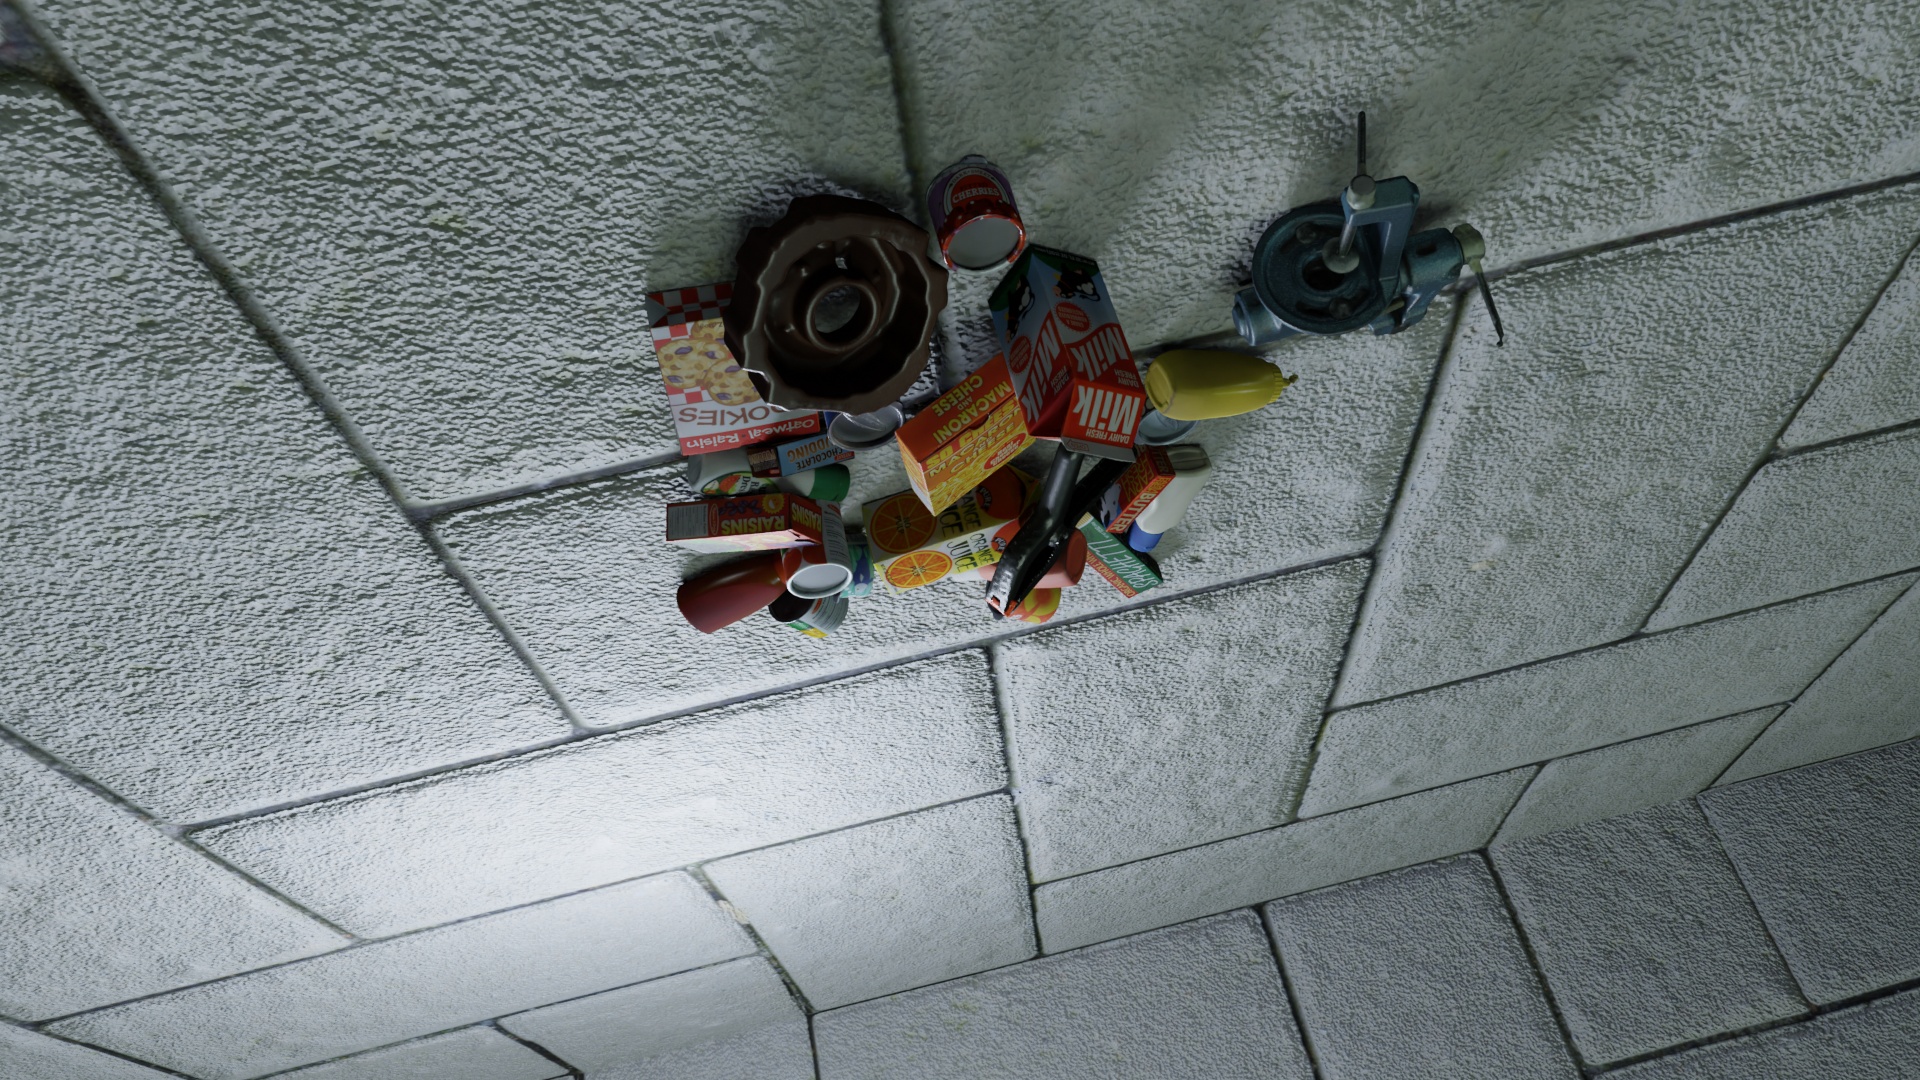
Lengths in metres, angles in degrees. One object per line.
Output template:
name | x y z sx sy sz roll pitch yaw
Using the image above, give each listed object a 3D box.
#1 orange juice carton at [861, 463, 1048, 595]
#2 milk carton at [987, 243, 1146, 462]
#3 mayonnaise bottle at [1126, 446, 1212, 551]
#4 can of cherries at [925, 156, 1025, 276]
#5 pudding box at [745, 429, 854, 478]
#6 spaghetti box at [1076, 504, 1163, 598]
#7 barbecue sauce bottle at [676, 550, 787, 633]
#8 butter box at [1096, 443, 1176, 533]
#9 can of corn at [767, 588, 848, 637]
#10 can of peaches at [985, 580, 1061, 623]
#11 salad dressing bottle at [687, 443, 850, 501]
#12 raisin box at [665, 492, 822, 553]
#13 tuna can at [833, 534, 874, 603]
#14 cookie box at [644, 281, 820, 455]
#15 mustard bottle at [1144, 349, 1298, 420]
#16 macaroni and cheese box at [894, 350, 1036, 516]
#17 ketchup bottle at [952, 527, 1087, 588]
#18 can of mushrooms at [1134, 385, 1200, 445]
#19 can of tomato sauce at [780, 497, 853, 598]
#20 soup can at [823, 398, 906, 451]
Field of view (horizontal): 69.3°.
orange juice carton | 0.005 -0.018 1.399 0.193 0.073 0.071 -18 148 4
milk carton | 0.089 -0.142 1.124 0.072 0.191 0.073 7 142 -31
mayonnaise bottle | 0.215 -0.042 1.480 0.065 0.041 0.147 -7 149 -19
can of cherries | 0.012 -0.246 1.056 0.071 0.058 0.071 -11 149 -7
pudding box | -0.143 -0.078 1.241 0.084 0.030 0.049 -18 -167 -39
spaghetti box | 0.156 0.003 1.537 0.050 0.029 0.249 -26 147 20
barbecue sauce bottle | -0.216 0.045 1.434 0.148 0.044 0.064 -24 137 14
butter box | 0.177 -0.057 1.427 0.024 0.053 0.103 5 144 -31
can of corn | -0.162 0.063 1.466 0.071 0.071 0.058 -28 146 20
can of peaches | 0.070 0.059 1.551 0.058 0.071 0.071 13 139 -38
salad dressing bottle | -0.175 -0.061 1.282 0.148 0.044 0.064 6 152 -30
raisin box | -0.200 -0.015 1.297 0.123 0.040 0.086 -5 170 14
tuna can | -0.113 0.029 1.425 0.033 0.071 0.070 -1 146 -22
cookie box | -0.185 -0.142 1.154 0.123 0.040 0.166 -11 148 -8
mustard bottle | 0.254 -0.147 1.310 0.160 0.065 0.048 -3 143 -25
macaroni and cheese box | 0.009 -0.092 1.232 0.124 0.040 0.166 -37 167 -6
ketchup bottle | 0.058 0.020 1.463 0.148 0.065 0.043 -5 144 32
can of mushrooms | 0.195 -0.124 1.349 0.071 0.033 0.070 -11 149 -7
can of tomato sauce | -0.146 0.006 1.364 0.071 0.083 0.070 -10 148 -6
soup can | -0.085 -0.129 1.175 0.071 0.084 0.071 -11 148 -7
